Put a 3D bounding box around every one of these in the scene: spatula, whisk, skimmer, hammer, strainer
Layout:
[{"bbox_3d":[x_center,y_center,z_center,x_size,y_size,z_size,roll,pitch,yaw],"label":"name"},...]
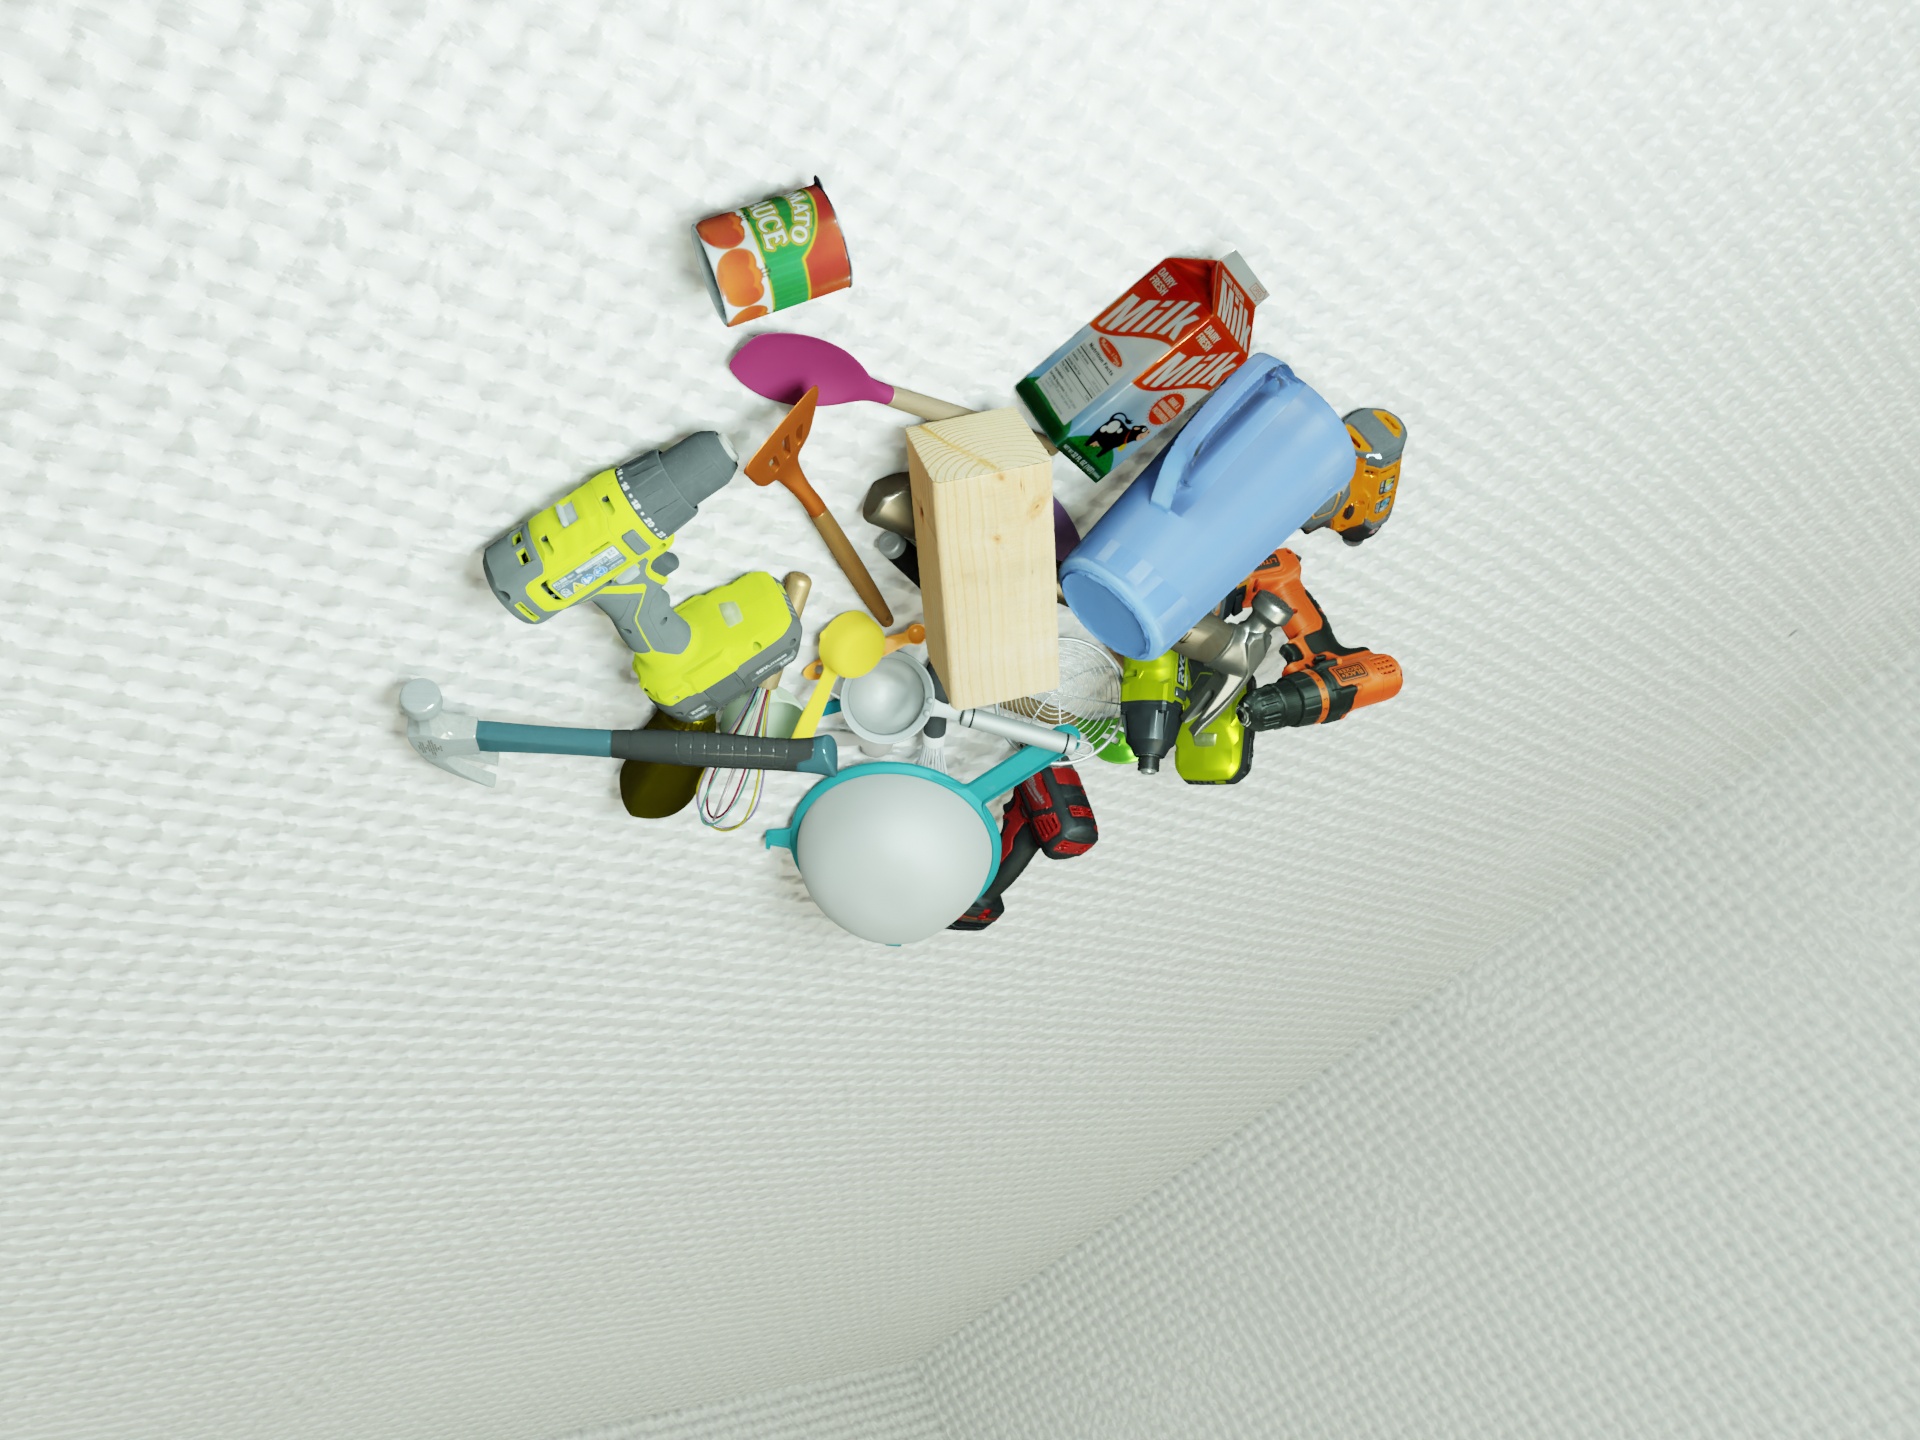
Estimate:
[{"bbox_3d":[-0.097,-0.147,1.234,0.081,0.041,0.322,-52,153,-11],"label":"spatula"},{"bbox_3d":[-0.173,-0.013,1.323,0.051,0.047,0.245,-2,121,-45],"label":"whisk"},{"bbox_3d":[0.038,-0.064,1.416,0.127,0.090,0.363,-42,147,7],"label":"skimmer"},{"bbox_3d":[-0.260,0.019,1.247,0.331,0.033,0.128,4,153,-8],"label":"hammer"},{"bbox_3d":[-0.002,-0.005,1.440,0.258,0.050,0.087,15,100,-7],"label":"strainer"},{"bbox_3d":[-0.020,0.117,1.519,0.340,0.095,0.210,-34,117,27],"label":"strainer"},{"bbox_3d":[0.093,-0.104,1.341,0.410,0.038,0.146,19,116,-30],"label":"hammer"},{"bbox_3d":[0.111,-0.116,1.470,0.060,0.018,0.315,-32,148,7],"label":"spatula"},{"bbox_3d":[-0.029,0.036,1.551,0.070,0.070,0.284,-16,142,-19],"label":"whisk"}]

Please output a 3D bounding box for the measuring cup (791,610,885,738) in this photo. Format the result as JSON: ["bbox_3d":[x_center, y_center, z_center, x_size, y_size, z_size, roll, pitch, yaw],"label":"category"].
[{"bbox_3d":[-0.111,-0.020,1.371,0.062,0.029,0.156,11,108,-49],"label":"measuring cup"}]

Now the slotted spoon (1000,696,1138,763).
[{"bbox_3d":[0.100,-0.005,1.618,0.070,0.031,0.313,-44,144,24],"label":"slotted spoon"}]

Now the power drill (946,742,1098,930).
[{"bbox_3d":[0.045,0.114,1.652,0.078,0.143,0.219,9,140,-40],"label":"power drill"}]

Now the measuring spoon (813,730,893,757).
[{"bbox_3d":[-0.102,0.023,1.489,0.034,0.018,0.124,-43,156,24],"label":"measuring spoon"}]

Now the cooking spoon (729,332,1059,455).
[{"bbox_3d":[-0.035,-0.235,1.177,0.318,0.017,0.068,8,148,-45],"label":"cooking spoon"}]

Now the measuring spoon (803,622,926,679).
[{"bbox_3d":[-0.084,-0.061,1.403,0.117,0.011,0.021,-21,112,-9],"label":"measuring spoon"}]

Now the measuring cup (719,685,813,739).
[{"bbox_3d":[-0.173,-0.032,1.362,0.083,0.038,0.167,-18,133,-21],"label":"measuring cup"}]

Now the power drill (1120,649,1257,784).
[{"bbox_3d":[0.221,-0.014,1.573,0.080,0.171,0.223,-2,165,28],"label":"power drill"}]

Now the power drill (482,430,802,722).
[{"bbox_3d":[-0.211,-0.106,1.175,0.190,0.080,0.228,-31,147,5],"label":"power drill"}]

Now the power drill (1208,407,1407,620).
[{"bbox_3d":[0.304,-0.180,1.471,0.226,0.084,0.164,-28,150,-9],"label":"power drill"}]

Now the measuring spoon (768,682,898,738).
[{"bbox_3d":[-0.113,-0.005,1.450,0.128,0.021,0.042,-20,148,-13],"label":"measuring spoon"}]
